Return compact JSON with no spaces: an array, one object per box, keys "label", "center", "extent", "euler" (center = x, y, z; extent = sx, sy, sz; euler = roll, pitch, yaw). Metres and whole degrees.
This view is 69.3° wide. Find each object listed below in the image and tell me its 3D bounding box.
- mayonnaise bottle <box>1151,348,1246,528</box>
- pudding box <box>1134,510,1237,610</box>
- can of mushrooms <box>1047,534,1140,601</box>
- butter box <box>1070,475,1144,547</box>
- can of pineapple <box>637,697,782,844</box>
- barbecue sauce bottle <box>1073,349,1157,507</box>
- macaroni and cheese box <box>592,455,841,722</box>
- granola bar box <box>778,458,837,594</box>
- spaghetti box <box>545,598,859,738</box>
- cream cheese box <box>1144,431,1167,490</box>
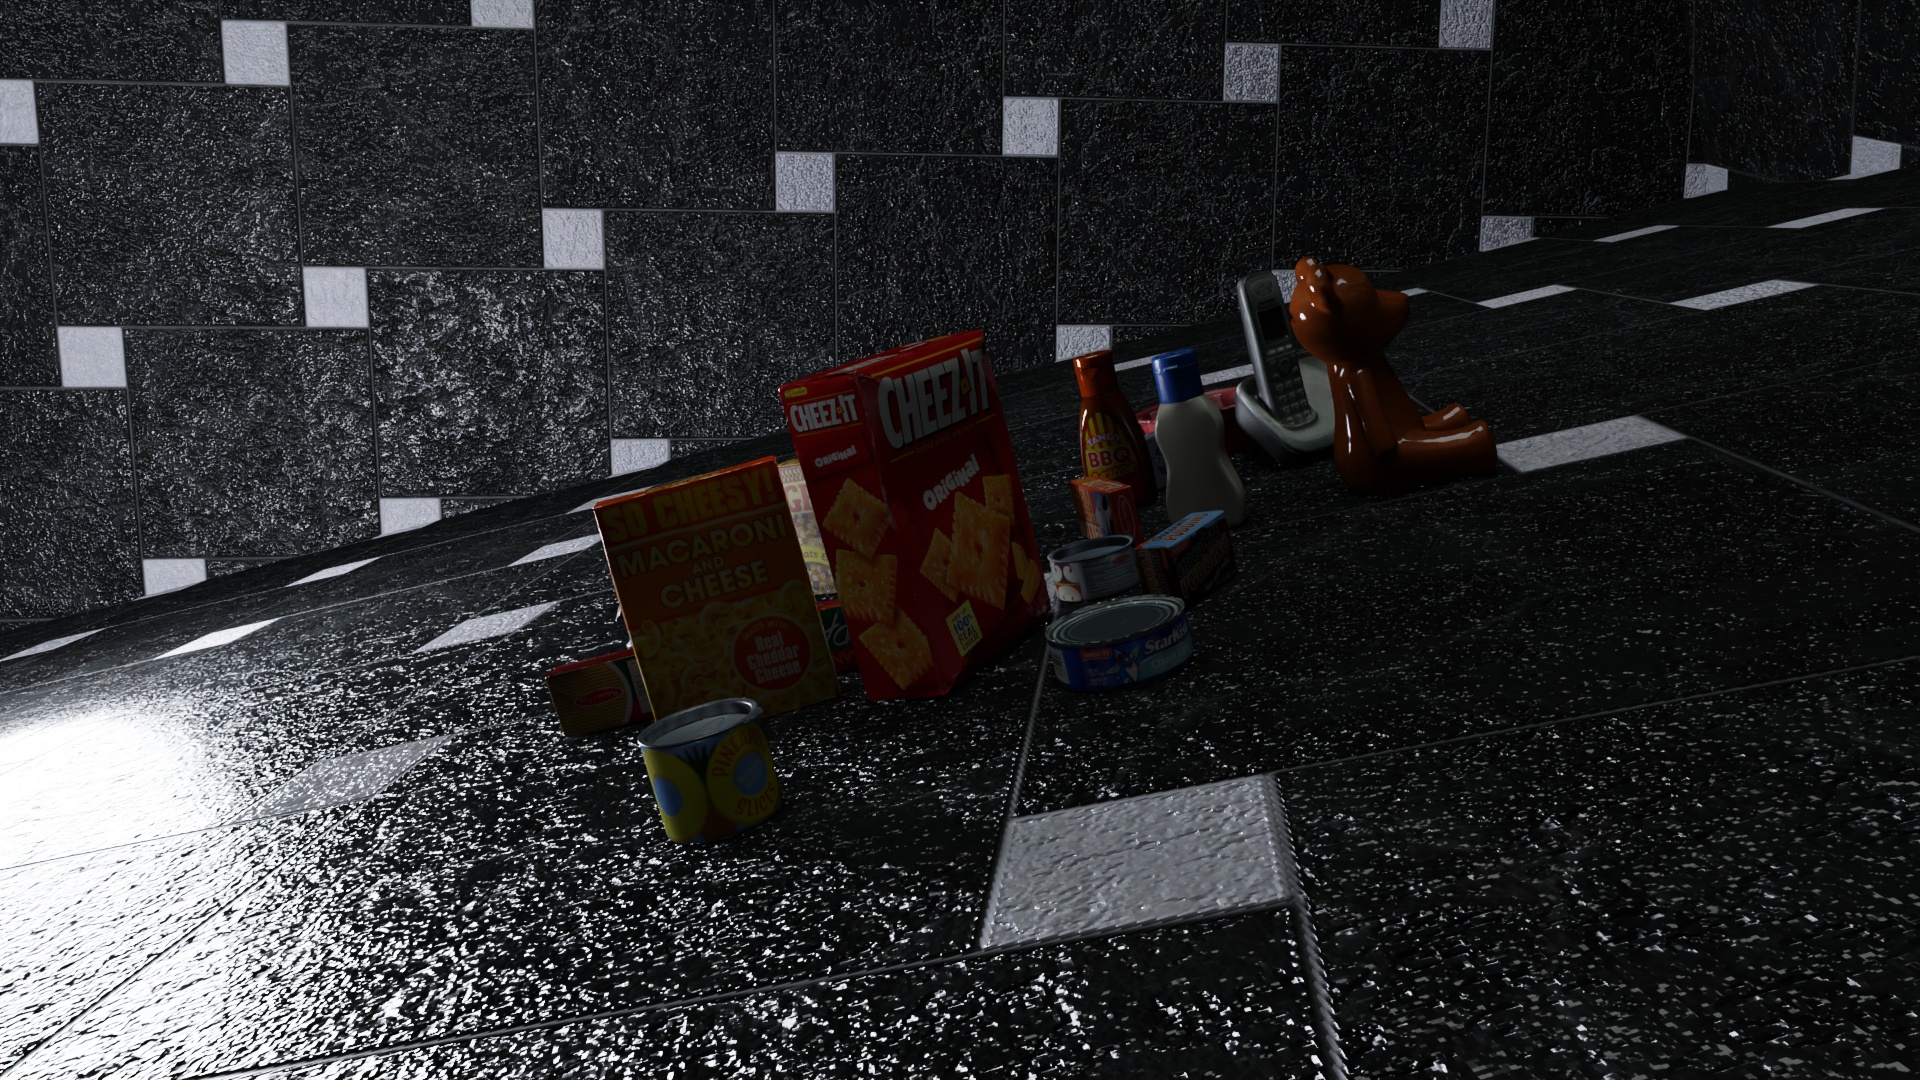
[{"label":"mayonnaise bottle","center":[0.189,-0.081,1.134],"extent":[0.064,0.147,0.041],"euler":[-10,11,21]},{"label":"pudding box","center":[0.156,0.014,0.959],"extent":[0.030,0.049,0.084],"euler":[-5,14,40]},{"label":"can of mushrooms","center":[0.100,0.020,1.041],"extent":[0.071,0.033,0.071],"euler":[-14,11,3]},{"label":"butter box","center":[0.124,-0.024,1.181],"extent":[0.024,0.053,0.103],"euler":[-16,11,-10]},{"label":"can of pineapple","center":[-0.133,0.124,0.752],"extent":[0.071,0.057,0.071],"euler":[-14,11,3]},{"label":"barbecue sauce bottle","center":[0.140,-0.103,1.305],"extent":[0.065,0.148,0.044],"euler":[-9,12,25]},{"label":"macaroni and cheese box","center":[-0.161,0.039,0.928],"extent":[0.124,0.166,0.040],"euler":[-15,11,-7]},{"label":"granola bar box","center":[-0.081,-0.019,1.226],"extent":[0.165,0.124,0.039],"euler":[-6,13,35]},{"label":"spaghetti box","center":[-0.168,0.088,0.997],"extent":[0.250,0.050,0.029],"euler":[-14,11,2]},{"label":"cream cheese box","center":[0.204,-0.084,1.376],"extent":[0.024,0.053,0.104],"euler":[-3,15,45]}]
